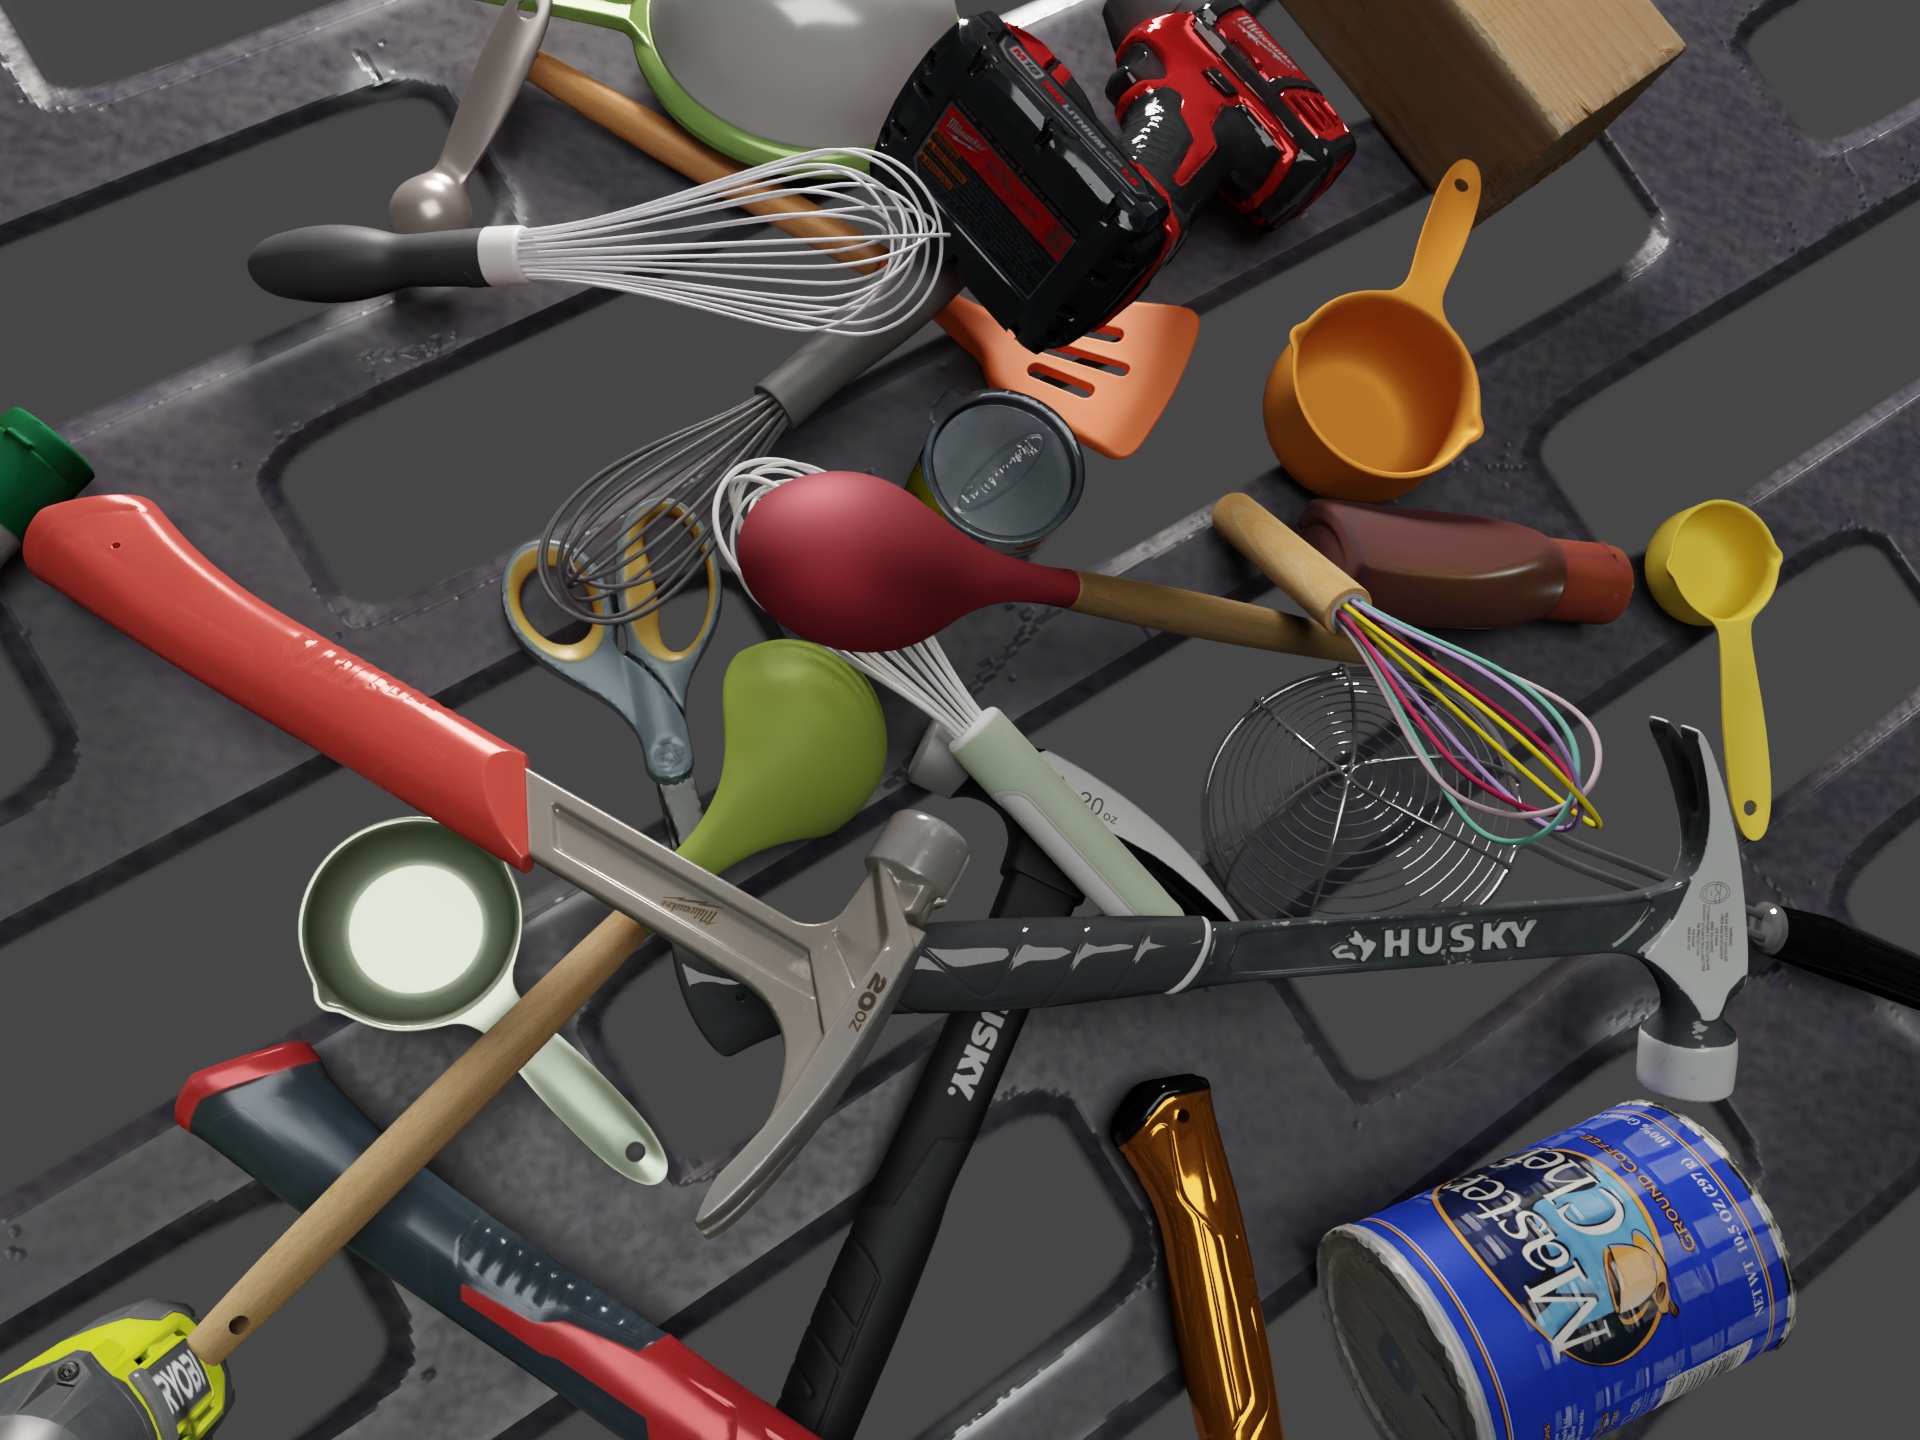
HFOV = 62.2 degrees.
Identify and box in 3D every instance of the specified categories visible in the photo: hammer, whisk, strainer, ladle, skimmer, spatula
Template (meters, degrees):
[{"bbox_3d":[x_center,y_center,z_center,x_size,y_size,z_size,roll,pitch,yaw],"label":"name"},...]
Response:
[{"bbox_3d":[0.120,0.302,0.598,0.127,0.034,0.337,-9,79,-13],"label":"hammer"},{"bbox_3d":[-0.010,0.172,0.602,0.146,0.035,0.335,26,73,-4],"label":"hammer"},{"bbox_3d":[-0.110,0.241,0.534,0.386,0.038,0.143,32,77,6],"label":"hammer"},{"bbox_3d":[-0.070,-0.123,0.629,0.055,0.055,0.239,45,74,1],"label":"whisk"},{"bbox_3d":[-0.001,-0.002,0.596,0.246,0.058,0.059,47,56,-6],"label":"whisk"},{"bbox_3d":[-0.114,-0.315,0.665,0.256,0.069,0.152,7,63,-11],"label":"strainer"},{"bbox_3d":[-0.184,0.022,0.544,0.359,0.036,0.149,27,65,13],"label":"hammer"},{"bbox_3d":[0.162,-0.029,0.611,0.047,0.245,0.051,9,116,-28],"label":"whisk"},{"bbox_3d":[-0.139,0.088,0.562,0.320,0.062,0.078,-46,115,-24],"label":"ladle"},{"bbox_3d":[0.102,0.080,0.582,0.409,0.036,0.149,-2,100,-10],"label":"hammer"},{"bbox_3d":[0.281,0.076,0.691,0.363,0.090,0.127,19,69,-17],"label":"skimmer"},{"bbox_3d":[0.061,-0.045,0.613,0.315,0.031,0.069,7,66,-36],"label":"ladle"},{"bbox_3d":[-0.054,-0.213,0.683,0.322,0.041,0.081,29,73,-3],"label":"spatula"},{"bbox_3d":[-0.145,-0.181,0.614,0.284,0.070,0.070,0,76,9],"label":"whisk"}]

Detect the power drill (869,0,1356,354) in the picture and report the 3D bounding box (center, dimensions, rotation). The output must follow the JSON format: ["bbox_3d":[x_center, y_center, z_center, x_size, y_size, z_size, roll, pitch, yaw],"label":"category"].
[{"bbox_3d":[0.069,-0.253,0.671,0.143,0.078,0.220,49,48,1],"label":"power drill"}]

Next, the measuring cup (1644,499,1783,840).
[{"bbox_3d":[0.351,-0.023,0.736,0.062,0.029,0.156,-6,90,-13],"label":"measuring cup"}]

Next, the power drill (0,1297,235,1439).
[{"bbox_3d":[-0.222,0.287,0.460,0.080,0.171,0.223,-28,87,-17],"label":"power drill"}]

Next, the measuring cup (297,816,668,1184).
[{"bbox_3d":[-0.169,0.108,0.585,0.083,0.038,0.167,-44,96,-19],"label":"measuring cup"}]

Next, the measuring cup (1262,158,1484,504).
[{"bbox_3d":[0.195,-0.176,0.722,0.095,0.052,0.174,26,71,-5],"label":"measuring cup"}]

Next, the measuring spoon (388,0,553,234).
[{"bbox_3d":[-0.198,-0.246,0.645,0.034,0.018,0.124,29,98,-2],"label":"measuring spoon"}]
